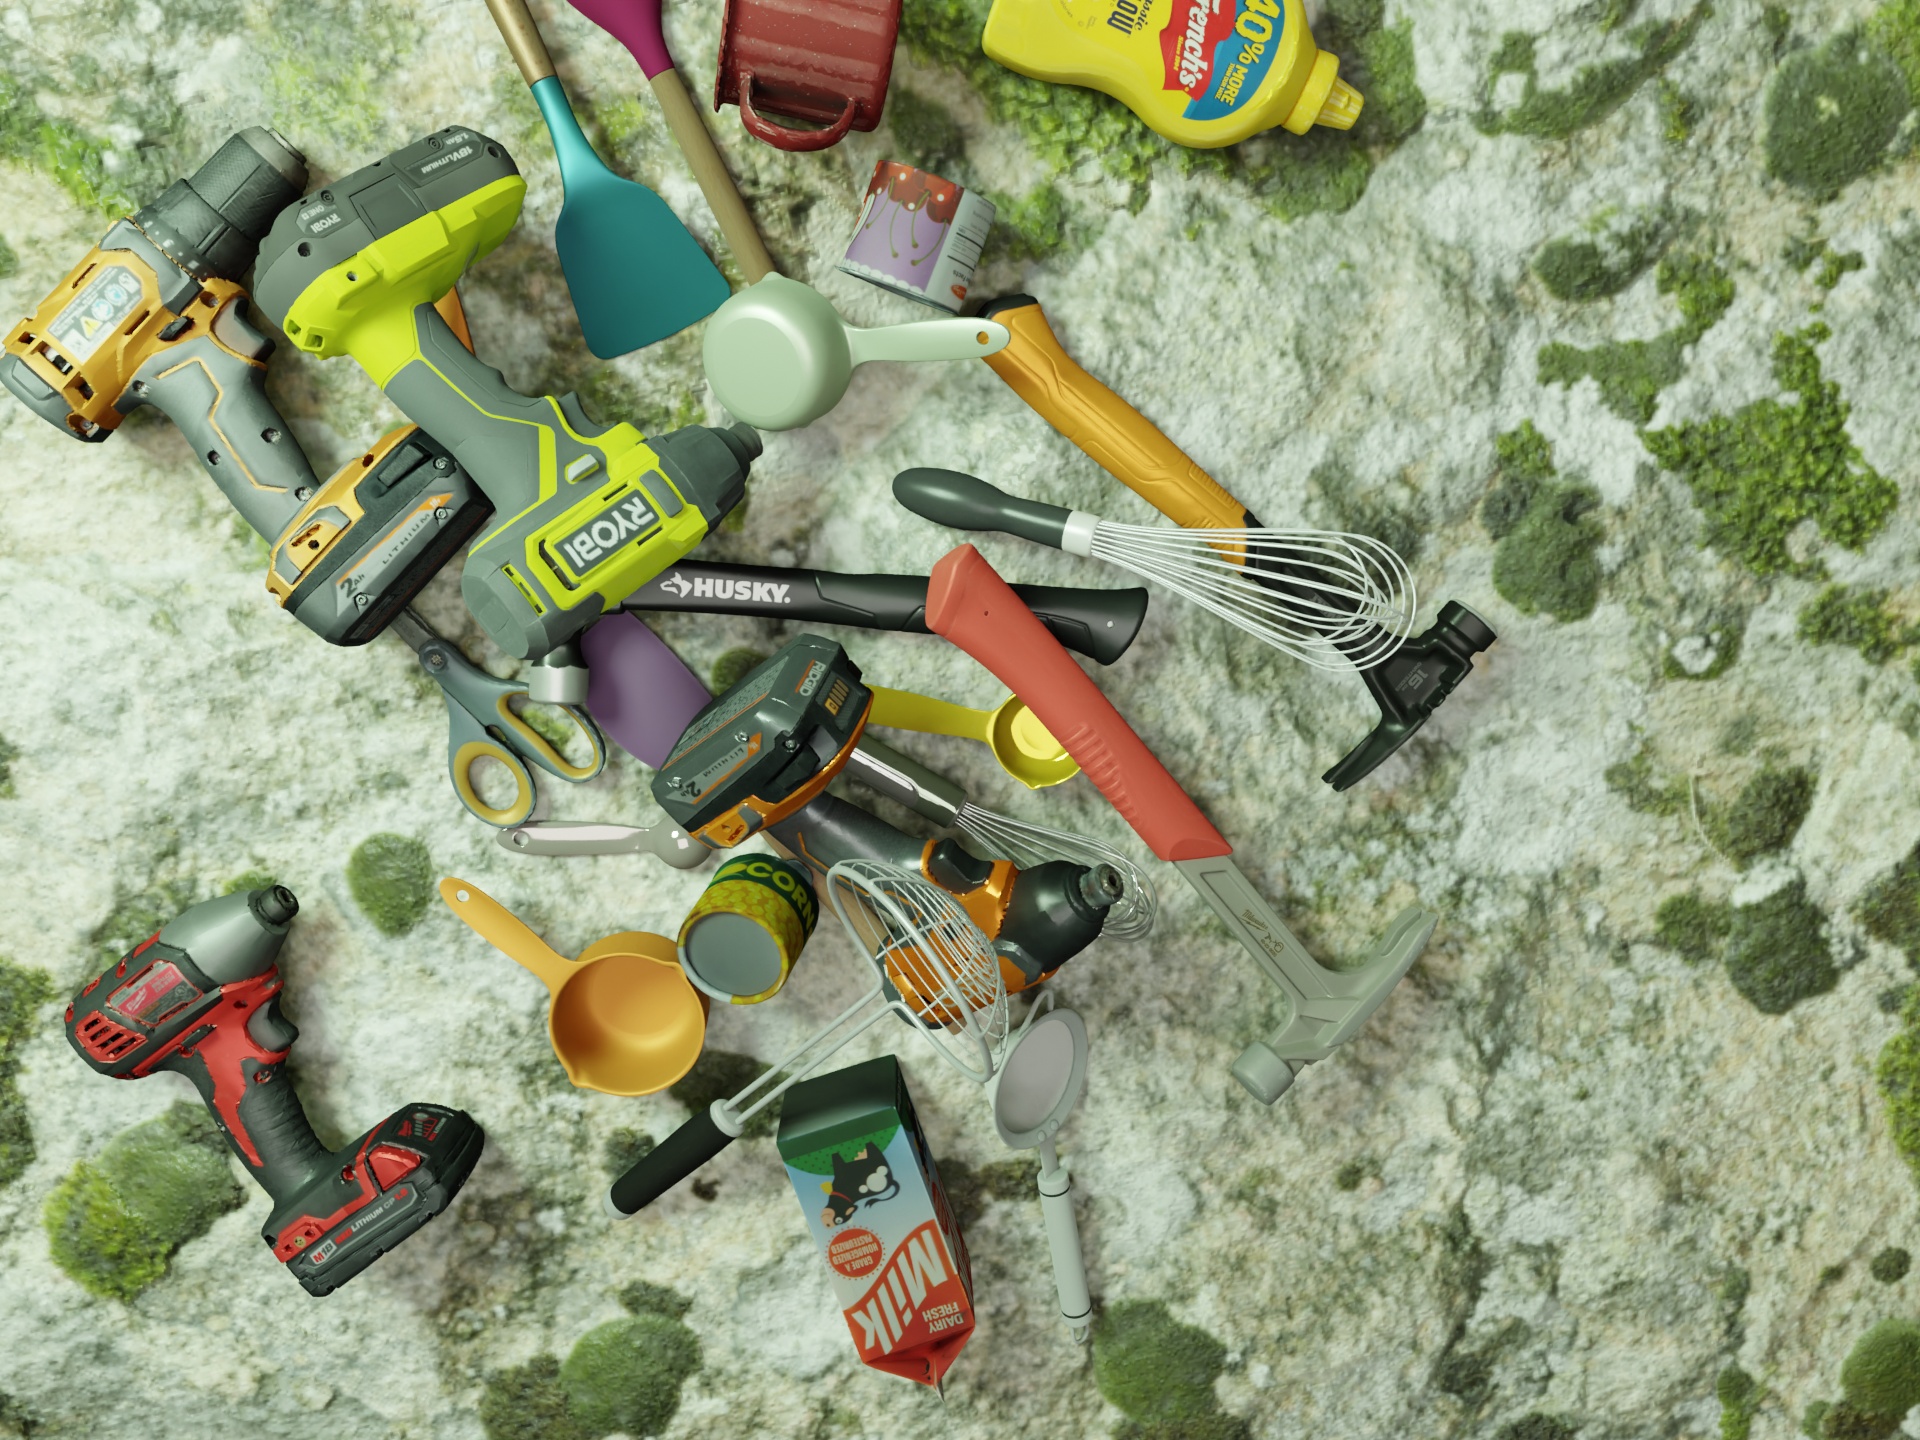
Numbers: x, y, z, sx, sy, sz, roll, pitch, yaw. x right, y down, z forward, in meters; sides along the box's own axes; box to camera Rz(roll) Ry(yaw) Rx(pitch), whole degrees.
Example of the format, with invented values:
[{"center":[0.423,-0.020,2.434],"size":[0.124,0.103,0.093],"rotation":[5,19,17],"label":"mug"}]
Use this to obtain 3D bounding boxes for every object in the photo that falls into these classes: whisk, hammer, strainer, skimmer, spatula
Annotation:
[{"center":[0.094,-0.088,0.828],"size":[0.285,0.070,0.070],"rotation":[17,103,16],"label":"whisk"},{"center":[-0.064,-0.072,0.867],"size":[0.334,0.035,0.146],"rotation":[4,98,-5],"label":"hammer"},{"center":[0.114,0.041,0.871],"size":[0.149,0.037,0.359],"rotation":[-44,106,-11],"label":"hammer"},{"center":[0.004,0.055,0.900],"size":[0.246,0.059,0.057],"rotation":[30,128,-5],"label":"whisk"},{"center":[0.052,0.270,0.954],"size":[0.087,0.050,0.258],"rotation":[-27,115,-41],"label":"strainer"},{"center":[-0.106,0.195,0.840],"size":[0.363,0.090,0.127],"rotation":[-42,82,31],"label":"skimmer"},{"center":[0.133,-0.106,0.871],"size":[0.336,0.034,0.127],"rotation":[39,98,-10],"label":"hammer"},{"center":[-0.105,0.067,0.911],"size":[0.060,0.018,0.315],"rotation":[-41,100,7],"label":"spatula"},{"center":[-0.222,-0.345,0.807],"size":[0.082,0.044,0.317],"rotation":[-24,99,5],"label":"spatula"}]

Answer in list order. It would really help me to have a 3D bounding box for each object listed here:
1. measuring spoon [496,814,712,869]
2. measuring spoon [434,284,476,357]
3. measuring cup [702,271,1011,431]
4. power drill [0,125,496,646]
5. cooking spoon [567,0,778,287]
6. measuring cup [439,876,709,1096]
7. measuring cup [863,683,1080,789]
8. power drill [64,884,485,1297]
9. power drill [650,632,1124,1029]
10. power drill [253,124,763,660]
[{"center":[-0.204,0.070,0.907],"size":[0.124,0.018,0.034],"rotation":[1,104,-2],"label":"measuring spoon"},{"center":[-0.271,-0.205,0.842],"size":[0.021,0.011,0.117],"rotation":[-8,104,0],"label":"measuring spoon"},{"center":[-0.057,-0.186,0.806],"size":[0.167,0.038,0.083],"rotation":[2,116,25],"label":"measuring cup"},{"center":[-0.345,-0.172,0.814],"size":[0.226,0.084,0.185],"rotation":[43,89,-6],"label":"power drill"},{"center":[-0.141,-0.308,0.819],"size":[0.069,0.017,0.318],"rotation":[-25,104,9],"label":"cooking spoon"},{"center":[-0.219,0.138,0.907],"size":[0.173,0.052,0.095],"rotation":[40,99,-8],"label":"measuring cup"},{"center":[-0.001,-0.003,0.900],"size":[0.156,0.029,0.062],"rotation":[11,103,7],"label":"measuring cup"},{"center":[-0.383,0.203,0.906],"size":[0.143,0.078,0.219],"rotation":[-37,99,6],"label":"power drill"},{"center":[-0.031,0.062,0.837],"size":[0.226,0.084,0.164],"rotation":[43,131,-18],"label":"power drill"},{"center":[-0.213,-0.163,0.775],"size":[0.171,0.080,0.223],"rotation":[-42,100,-30],"label":"power drill"}]
